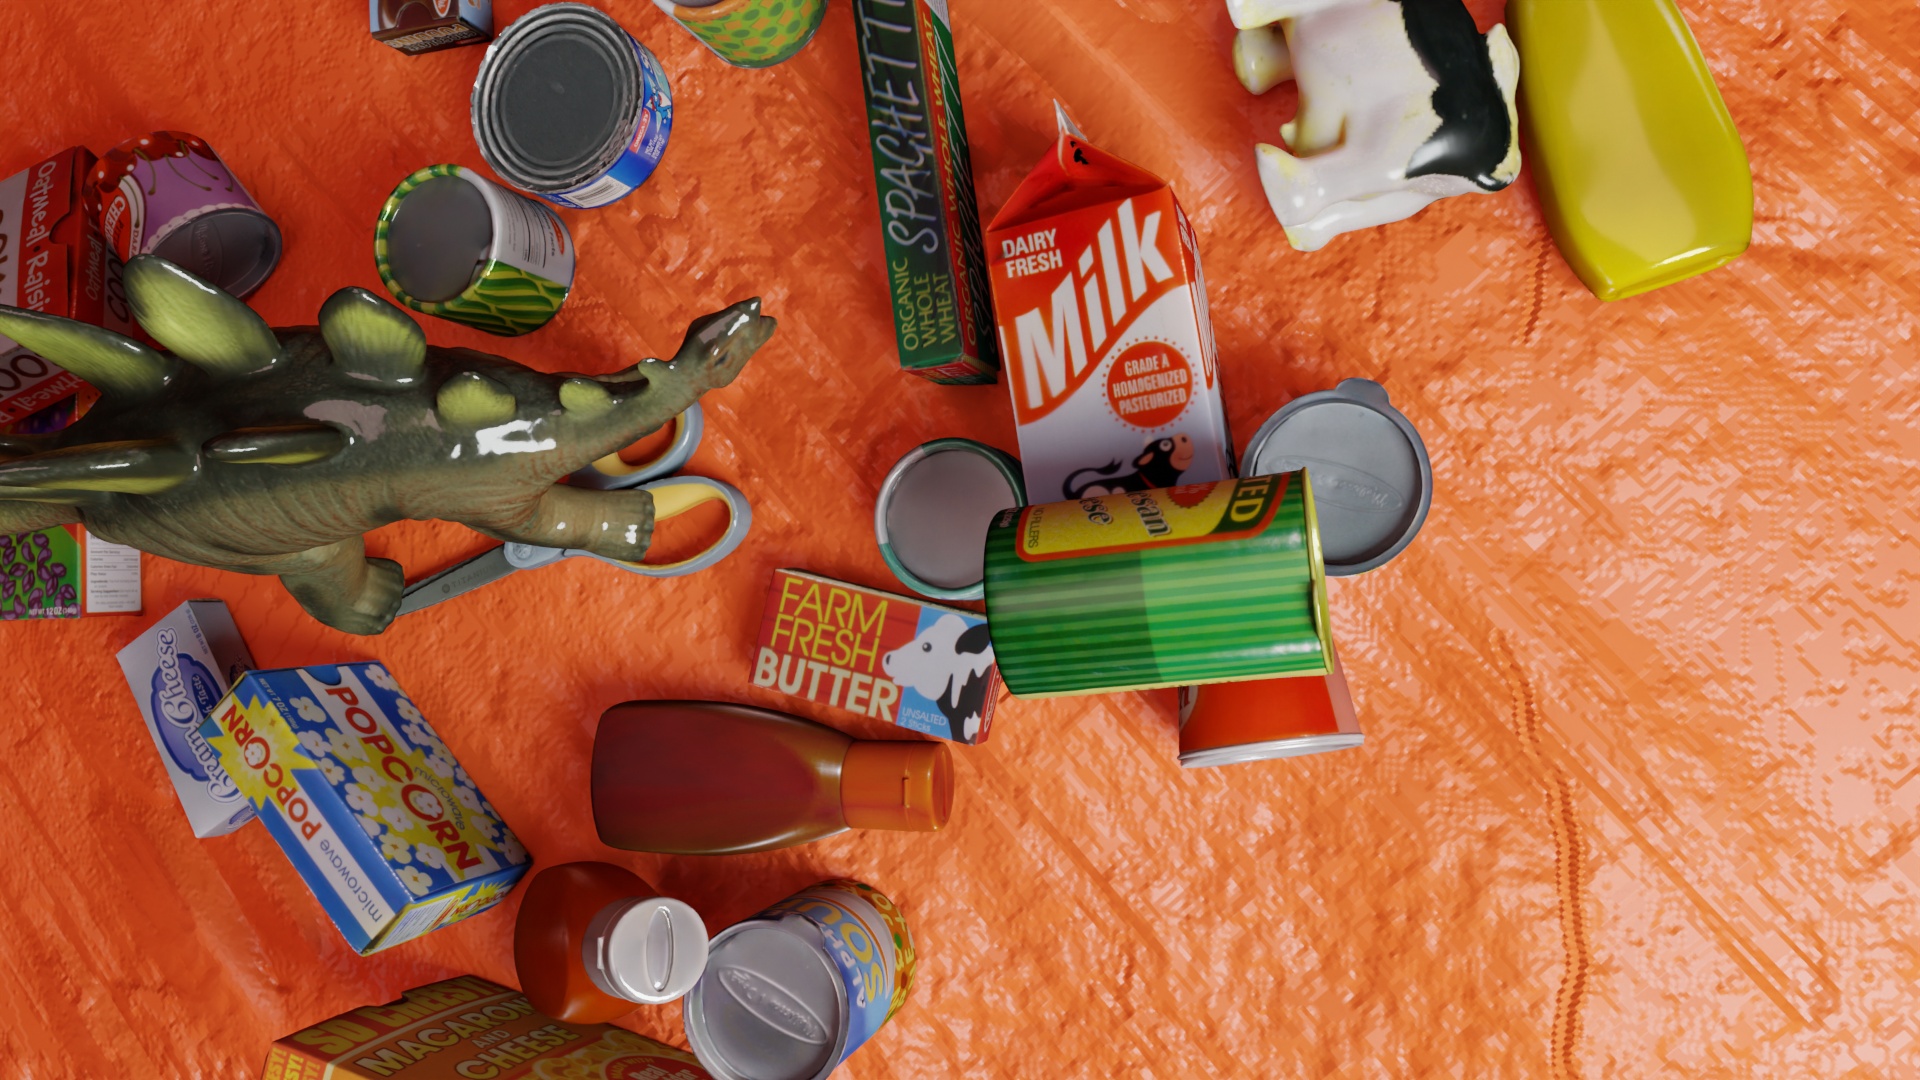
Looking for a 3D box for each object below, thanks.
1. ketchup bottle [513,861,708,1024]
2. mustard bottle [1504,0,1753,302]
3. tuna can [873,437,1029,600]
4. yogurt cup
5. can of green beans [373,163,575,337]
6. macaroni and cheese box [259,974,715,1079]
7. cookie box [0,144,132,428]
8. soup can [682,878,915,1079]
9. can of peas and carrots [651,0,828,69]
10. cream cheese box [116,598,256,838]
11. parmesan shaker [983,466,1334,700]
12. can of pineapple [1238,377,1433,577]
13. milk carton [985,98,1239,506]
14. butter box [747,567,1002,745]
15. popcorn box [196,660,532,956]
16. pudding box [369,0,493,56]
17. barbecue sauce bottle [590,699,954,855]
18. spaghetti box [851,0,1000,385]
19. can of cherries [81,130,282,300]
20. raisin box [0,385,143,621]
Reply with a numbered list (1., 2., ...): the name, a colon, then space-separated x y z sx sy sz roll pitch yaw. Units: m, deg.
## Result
1. ketchup bottle: -0.140 0.158 0.545 0.043 0.148 0.065 5 75 -28
2. mustard bottle: 0.231 -0.169 0.499 0.065 0.049 0.160 -16 82 18
3. tuna can: 0.002 -0.007 0.565 0.071 0.033 0.071 -1 87 17
4. yogurt cup: 0.111 0.053 0.516 0.072 0.072 0.054 -10 77 16
5. can of green beans: -0.217 -0.128 0.622 0.071 0.058 0.071 -1 87 16
6. macaroni and cheese box: -0.170 0.227 0.556 0.166 0.123 0.040 14 89 16
7. cookie box: -0.487 -0.107 0.675 0.167 0.040 0.123 -23 60 5
8. soup can: -0.059 0.171 0.547 0.071 0.084 0.071 -1 87 16
9. can of peas and carrots: -0.095 -0.245 0.592 0.071 0.059 0.071 -1 88 16
10. cream cheese box: -0.362 0.086 0.670 0.053 0.024 0.104 -33 79 13
11. parmesan shaker: 0.064 0.016 0.451 0.103 0.071 0.071 -7 86 16
12. can of pineapple: 0.140 -0.021 0.513 0.071 0.058 0.071 -1 87 16
13. milk carton: 0.060 -0.067 0.531 0.073 0.072 0.190 -10 84 16
14. butter box: -0.033 0.047 0.577 0.103 0.024 0.053 12 90 16
15. popcorn box: -0.257 0.113 0.607 0.038 0.085 0.127 -45 77 11
16. pudding box: -0.251 -0.275 0.654 0.049 0.030 0.083 -5 86 15
17. barbecue sauce bottle: -0.078 0.100 0.578 0.148 0.044 0.065 -1 88 16
18. spaghetti box: -0.019 -0.187 0.572 0.028 0.050 0.250 -9 85 18
19. can of cherries: -0.373 -0.151 0.661 0.071 0.071 0.058 -44 77 10
20. raisin box: -0.457 -0.021 0.696 0.086 0.040 0.123 -3 88 17
